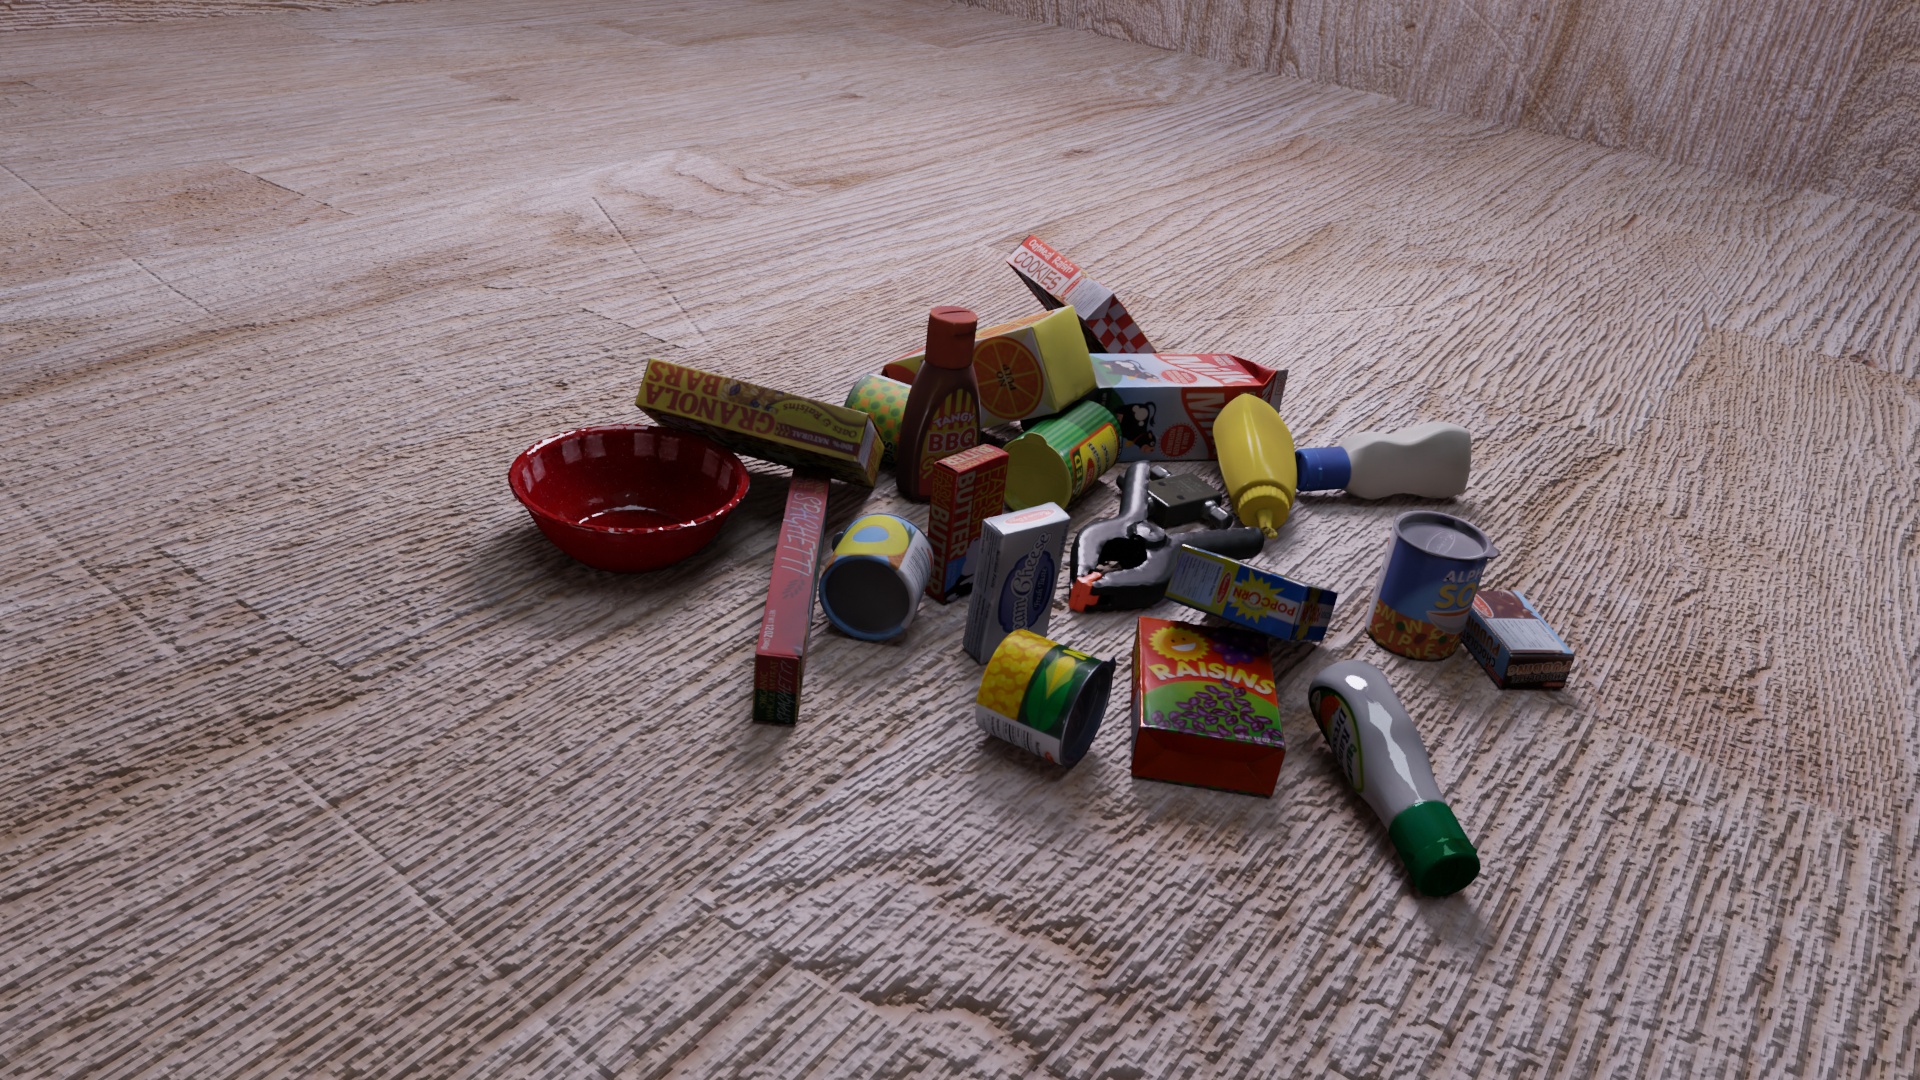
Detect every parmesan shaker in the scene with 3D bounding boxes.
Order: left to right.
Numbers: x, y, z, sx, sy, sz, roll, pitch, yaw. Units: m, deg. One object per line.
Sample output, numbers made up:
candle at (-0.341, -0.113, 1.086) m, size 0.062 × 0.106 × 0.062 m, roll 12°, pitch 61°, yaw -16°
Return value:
parmesan shaker at (0.080, -0.068, 1.098) m, size 0.071 × 0.071 × 0.103 m, roll 20°, pitch 32°, yaw 23°

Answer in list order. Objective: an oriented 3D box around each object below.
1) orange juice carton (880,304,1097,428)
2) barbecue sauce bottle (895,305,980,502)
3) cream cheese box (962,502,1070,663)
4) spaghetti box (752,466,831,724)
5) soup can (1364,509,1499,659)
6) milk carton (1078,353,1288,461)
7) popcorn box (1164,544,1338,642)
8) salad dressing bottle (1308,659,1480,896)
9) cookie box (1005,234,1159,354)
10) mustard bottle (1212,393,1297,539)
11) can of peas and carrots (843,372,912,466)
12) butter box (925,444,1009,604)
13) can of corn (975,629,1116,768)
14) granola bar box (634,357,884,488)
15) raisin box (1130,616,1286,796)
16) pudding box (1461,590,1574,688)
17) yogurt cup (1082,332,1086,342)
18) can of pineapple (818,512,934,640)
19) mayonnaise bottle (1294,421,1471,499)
orange juice carton at (0.009, -0.134, 1.155) m, size 0.192 × 0.073 × 0.072 m, roll -9°, pitch 17°, yaw 36°
barbecue sauce bottle at (-0.013, -0.104, 1.063) m, size 0.065 × 0.147 × 0.044 m, roll -11°, pitch 33°, yaw -30°
cream cheese box at (0.035, 0.028, 0.885) m, size 0.053 × 0.103 × 0.024 m, roll -13°, pitch 39°, yaw -30°
spaghetti box at (-0.108, 0.026, 0.912) m, size 0.029 × 0.050 × 0.251 m, roll 6°, pitch 29°, yaw -4°
soup can at (0.325, 0.032, 0.961) m, size 0.071 × 0.083 × 0.072 m, roll 5°, pitch 29°, yaw -3°
milk carton at (0.193, -0.117, 1.208) m, size 0.191 × 0.072 × 0.074 m, roll -2°, pitch 30°, yaw -15°
popcorn box at (0.195, 0.036, 0.918) m, size 0.085 × 0.038 × 0.127 m, roll 20°, pitch 4°, yaw 24°
salad dressing bottle at (0.246, 0.133, 0.793) m, size 0.044 × 0.064 × 0.148 m, roll -9°, pitch 39°, yaw -6°
cookie box at (0.123, -0.214, 1.323) m, size 0.040 × 0.122 × 0.168 m, roll -43°, pitch 38°, yaw 3°
mustard bottle at (0.239, -0.053, 1.116) m, size 0.065 × 0.048 × 0.161 m, roll 33°, pitch 36°, yaw -20°
can of peas and carrots at (-0.057, -0.094, 1.123) m, size 0.059 × 0.070 × 0.071 m, roll 20°, pitch 32°, yaw 21°
butter box at (0.003, -0.012, 0.949) m, size 0.024 × 0.103 × 0.053 m, roll 29°, pitch 37°, yaw 36°
can of corn at (0.050, 0.089, 0.814) m, size 0.058 × 0.070 × 0.071 m, roll 20°, pitch 32°, yaw 24°
granola bar box at (-0.144, -0.086, 1.037) m, size 0.166 × 0.039 × 0.124 m, roll 15°, pitch -6°, yaw 4°
raisin box at (0.148, 0.098, 0.851) m, size 0.086 × 0.040 × 0.124 m, roll 8°, pitch 29°, yaw 3°
pudding box at (0.382, 0.067, 0.965) m, size 0.050 × 0.030 × 0.084 m, roll 1°, pitch 30°, yaw -9°
yogurt cup at (0.087, -0.155, 1.263) m, size 0.054 × 0.072 × 0.073 m, roll 1°, pitch 29°, yaw 7°
can of pineapple at (-0.057, 0.024, 0.911) m, size 0.071 × 0.070 × 0.058 m, roll 10°, pitch 29°, yaw 6°
mayonnaise bottle at (0.352, -0.064, 1.162) m, size 0.148 × 0.064 × 0.041 m, roll -4°, pitch 17°, yaw -12°
